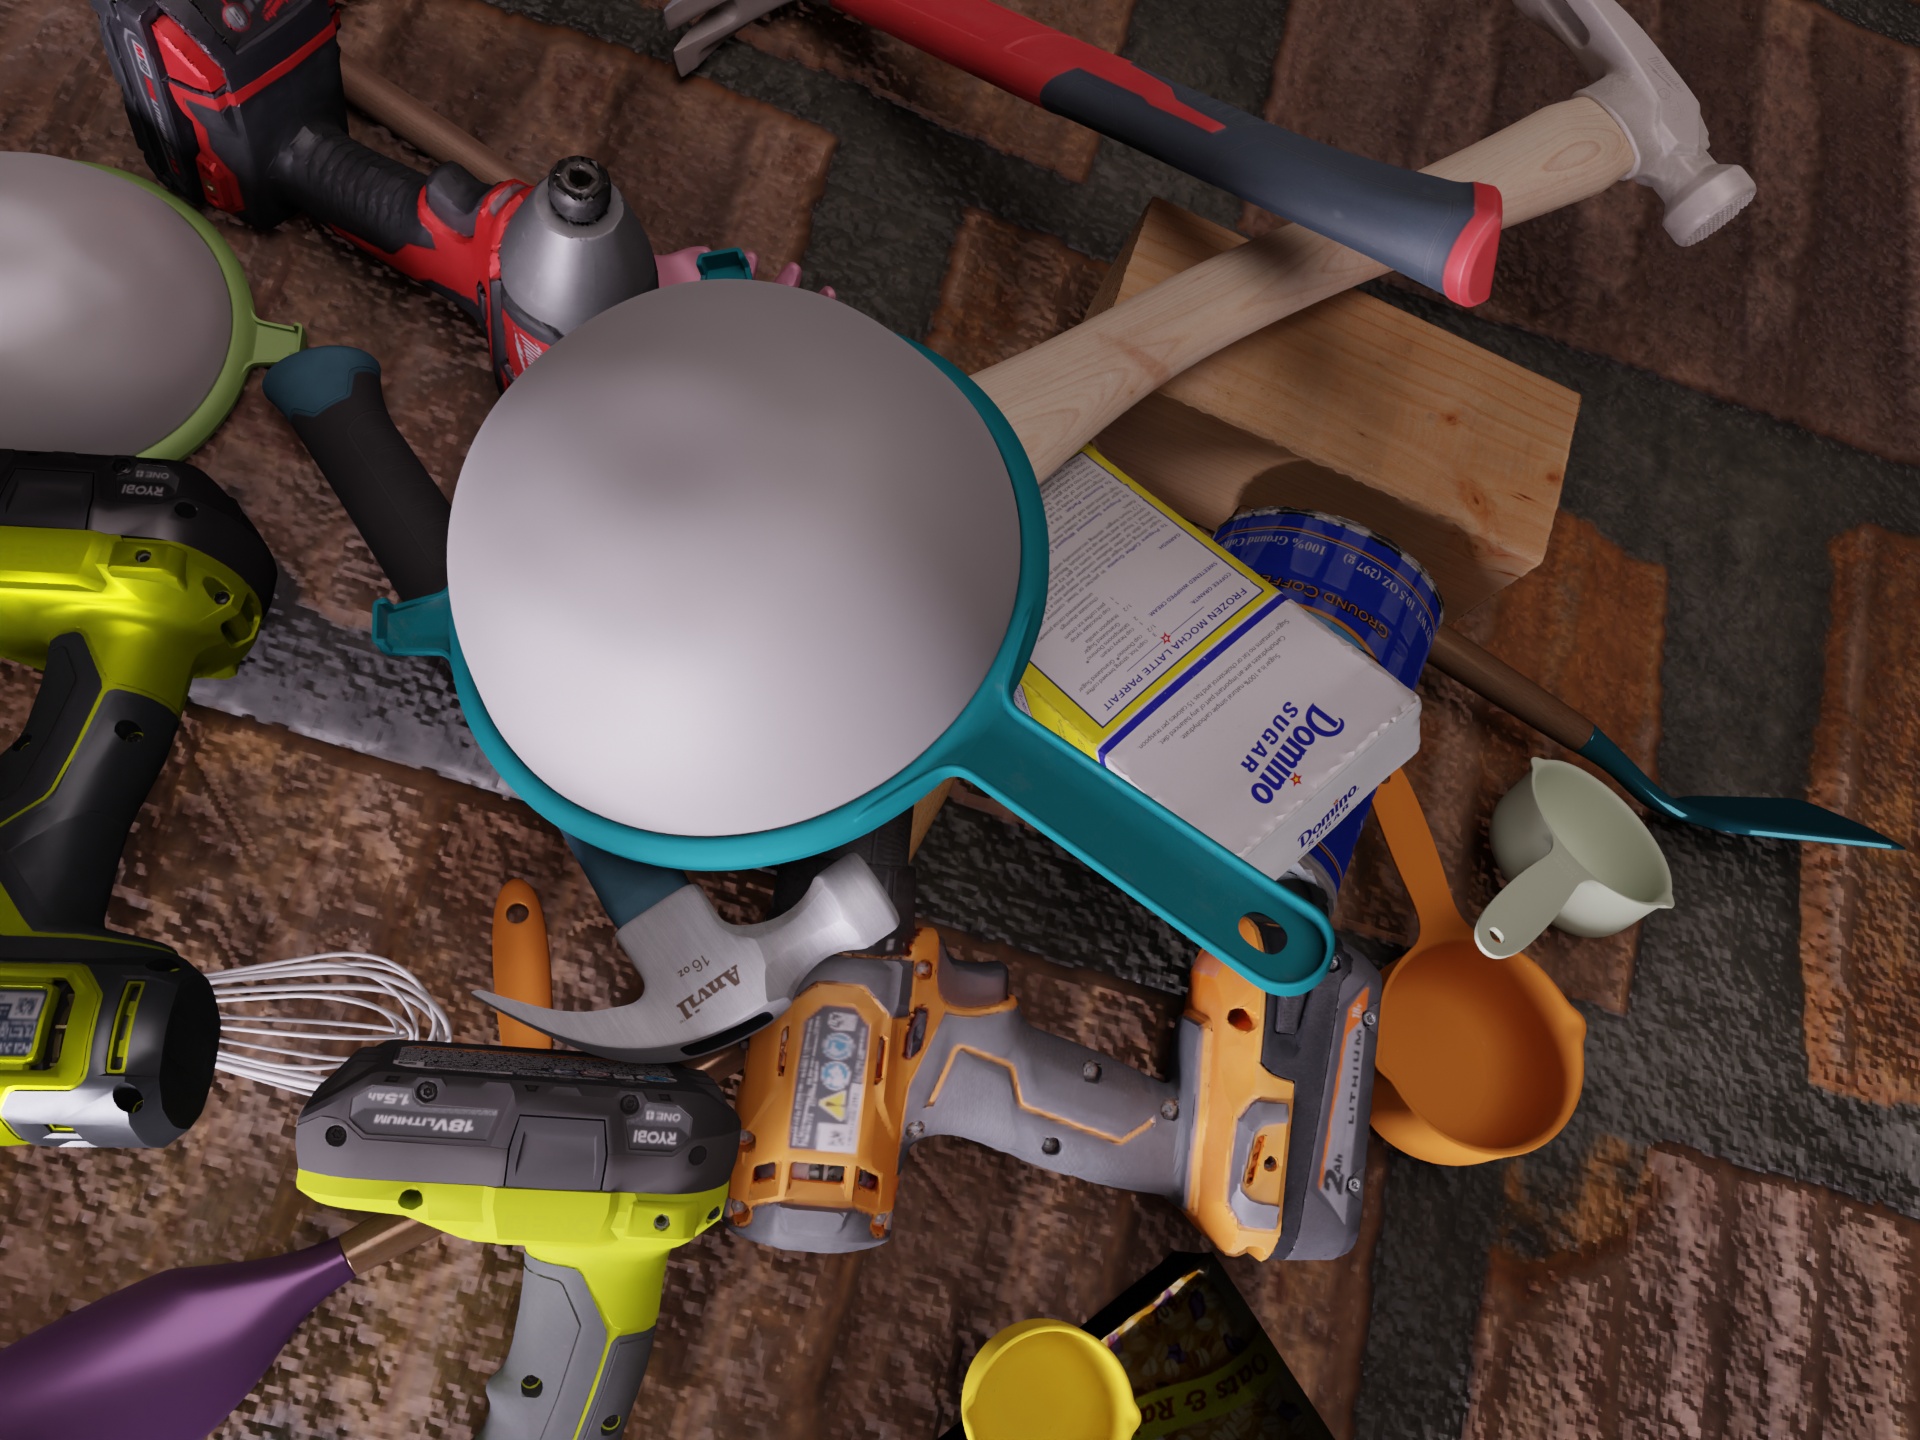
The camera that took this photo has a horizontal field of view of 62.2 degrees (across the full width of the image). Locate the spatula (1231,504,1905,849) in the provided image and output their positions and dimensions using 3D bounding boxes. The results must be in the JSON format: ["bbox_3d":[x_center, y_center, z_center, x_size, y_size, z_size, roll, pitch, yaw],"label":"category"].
[{"bbox_3d":[0.258,-0.016,0.699,0.317,0.082,0.044,31,100,-6],"label":"spatula"}]

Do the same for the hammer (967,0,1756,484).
[{"bbox_3d":[0.146,-0.199,0.652,0.410,0.038,0.146,-28,79,-21],"label":"hammer"}]

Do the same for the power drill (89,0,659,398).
[{"bbox_3d":[-0.211,-0.206,0.608,0.219,0.143,0.078,36,64,2],"label":"power drill"}]

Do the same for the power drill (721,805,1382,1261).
[{"bbox_3d":[0.033,0.102,0.584,0.226,0.084,0.185,7,86,-8],"label":"power drill"}]

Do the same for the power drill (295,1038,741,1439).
[{"bbox_3d":[-0.164,0.222,0.498,0.190,0.080,0.228,8,84,-16],"label":"power drill"}]

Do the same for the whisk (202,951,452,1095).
[{"bbox_3d":[-0.301,0.100,0.543,0.246,0.059,0.058,6,35,-8],"label":"whisk"}]

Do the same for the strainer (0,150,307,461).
[{"bbox_3d":[-0.385,-0.203,0.601,0.151,0.069,0.256,-39,87,-21],"label":"strainer"}]

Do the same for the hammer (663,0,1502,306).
[{"bbox_3d":[0.042,-0.250,0.645,0.143,0.038,0.387,-38,56,-21],"label":"hammer"}]

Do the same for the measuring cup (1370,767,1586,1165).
[{"bbox_3d":[0.190,0.098,0.661,0.095,0.052,0.174,-7,66,-16],"label":"measuring cup"}]

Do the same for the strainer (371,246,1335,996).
[{"bbox_3d":[-0.032,-0.031,0.485,0.340,0.095,0.211,35,77,22],"label":"strainer"}]

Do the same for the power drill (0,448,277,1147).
[{"bbox_3d":[-0.321,0.024,0.517,0.171,0.080,0.223,2,62,-6],"label":"power drill"}]

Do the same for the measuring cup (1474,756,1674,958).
[{"bbox_3d":[0.235,0.070,0.650,0.083,0.038,0.167,50,40,15],"label":"measuring cup"}]

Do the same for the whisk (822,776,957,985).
[{"bbox_3d":[-0.002,-0.003,0.648,0.051,0.047,0.245,31,72,-4],"label":"whisk"}]

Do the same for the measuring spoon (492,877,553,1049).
[{"bbox_3d":[-0.158,0.110,0.578,0.021,0.011,0.117,-7,63,-11],"label":"measuring spoon"}]

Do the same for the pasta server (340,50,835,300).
[{"bbox_3d":[-0.191,-0.233,0.676,0.316,0.040,0.060,33,56,-1],"label":"pasta server"}]

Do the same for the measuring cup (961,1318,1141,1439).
[{"bbox_3d":[0.024,0.282,0.535,0.062,0.029,0.156,7,82,-11],"label":"measuring cup"}]

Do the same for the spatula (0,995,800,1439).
[{"bbox_3d":[-0.189,0.176,0.557,0.316,0.018,0.060,-26,86,-20],"label":"spatula"}]

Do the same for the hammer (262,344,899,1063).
[{"bbox_3d":[-0.164,-0.020,0.573,0.128,0.033,0.331,-34,68,-9],"label":"hammer"}]
